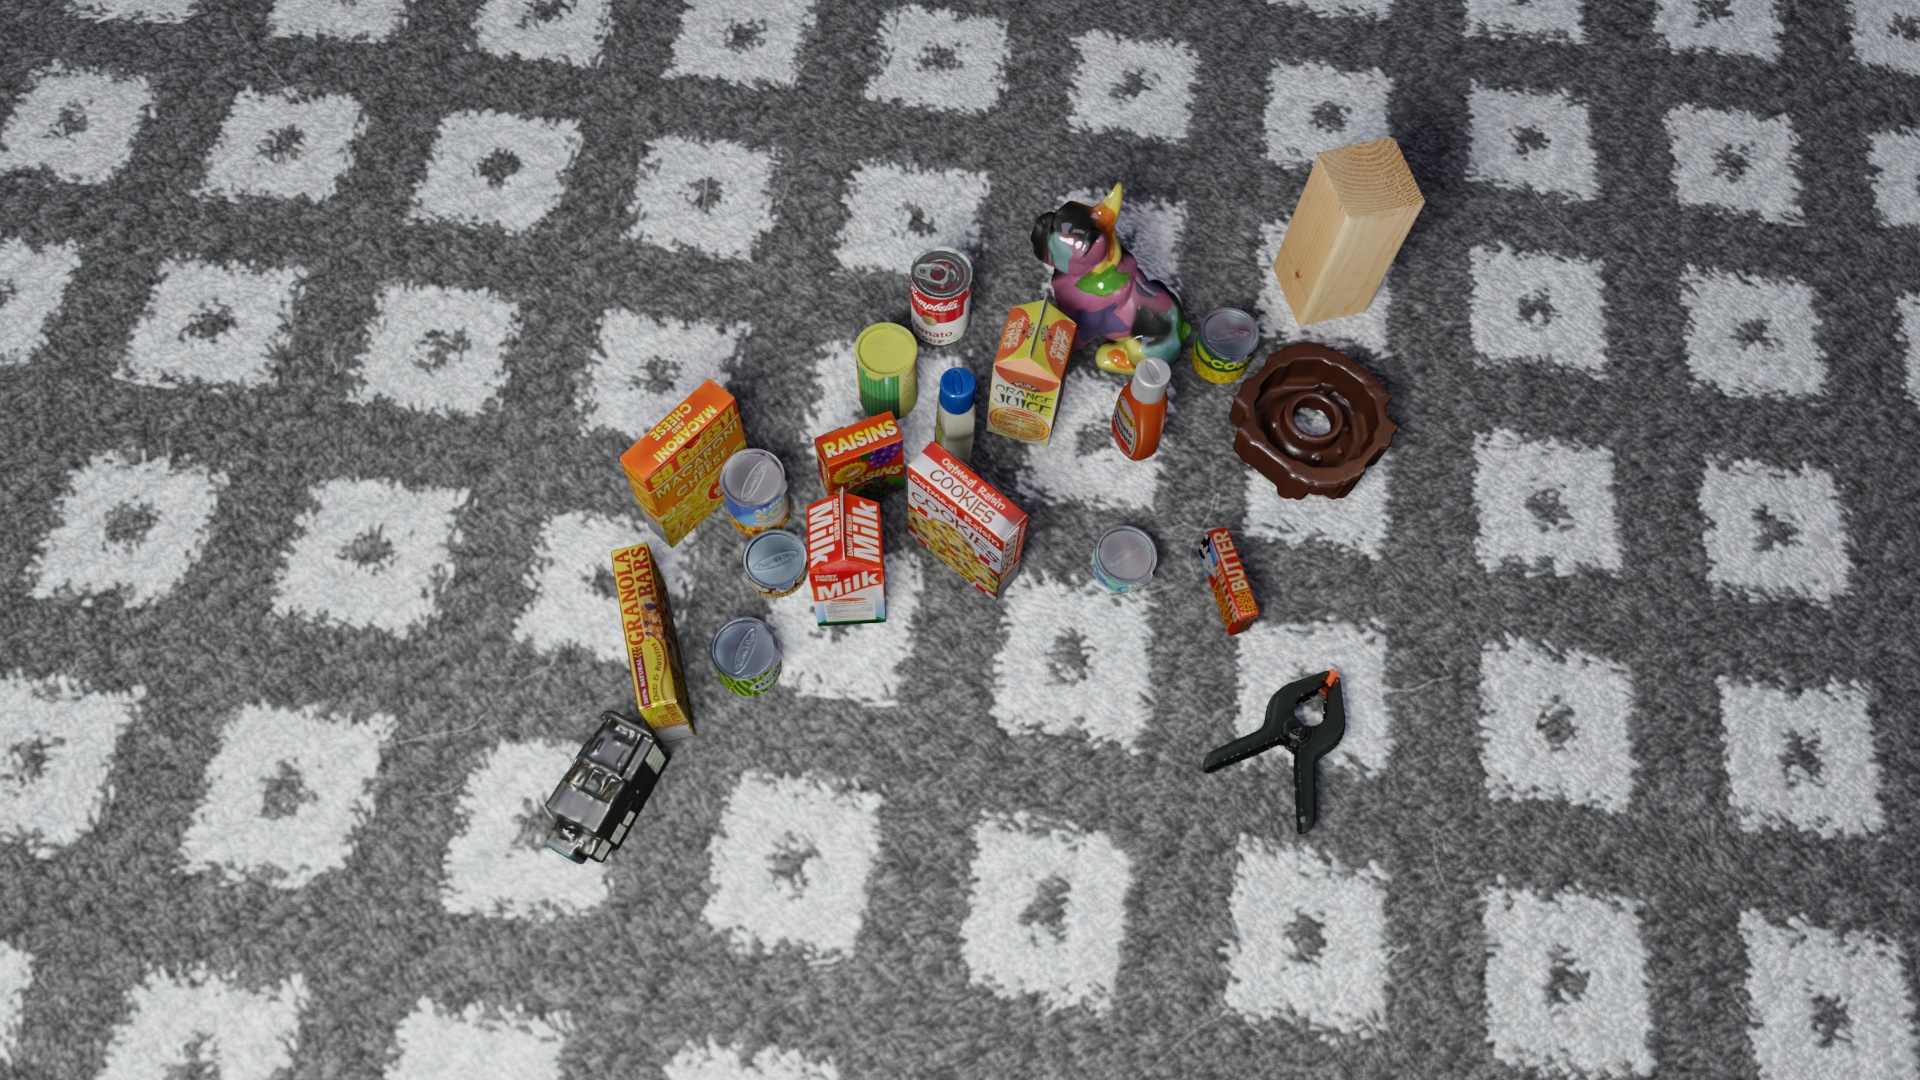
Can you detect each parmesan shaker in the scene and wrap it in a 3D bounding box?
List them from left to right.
[{"bbox_3d":[-0.081,-0.178,1.502,0.071,0.102,0.071,1,67,-2],"label":"parmesan shaker"}]

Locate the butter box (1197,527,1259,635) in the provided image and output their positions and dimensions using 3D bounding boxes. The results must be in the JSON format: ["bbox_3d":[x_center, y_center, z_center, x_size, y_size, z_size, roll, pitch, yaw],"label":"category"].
[{"bbox_3d":[0.279,0.043,1.446,0.024,0.053,0.104,-13,68,-8],"label":"butter box"}]

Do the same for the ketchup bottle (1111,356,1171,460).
[{"bbox_3d":[0.194,-0.143,1.472,0.043,0.148,0.065,-21,69,-10],"label":"ketchup bottle"}]

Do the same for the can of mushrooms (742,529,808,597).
[{"bbox_3d":[-0.192,0.027,1.446,0.071,0.033,0.071,1,67,-2],"label":"can of mushrooms"}]

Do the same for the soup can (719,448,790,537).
[{"bbox_3d":[-0.211,-0.047,1.450,0.071,0.083,0.071,1,67,-2],"label":"soup can"}]

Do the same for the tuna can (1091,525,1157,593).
[{"bbox_3d":[0.174,0.022,1.462,0.071,0.032,0.071,1,67,-2],"label":"tuna can"}]

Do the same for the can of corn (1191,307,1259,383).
[{"bbox_3d":[0.296,-0.215,1.557,0.071,0.058,0.071,1,67,-2],"label":"can of corn"}]

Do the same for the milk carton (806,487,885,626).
[{"bbox_3d":[-0.112,0.018,1.367,0.073,0.189,0.072,-3,67,-3],"label":"milk carton"}]

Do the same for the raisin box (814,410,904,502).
[{"bbox_3d":[-0.103,-0.079,1.447,0.086,0.123,0.040,-21,69,-10],"label":"raisin box"}]

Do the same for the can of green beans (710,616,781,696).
[{"bbox_3d":[-0.214,0.117,1.393,0.071,0.057,0.071,1,67,-2],"label":"can of green beans"}]

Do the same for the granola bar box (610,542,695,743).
[{"bbox_3d":[-0.301,0.102,1.360,0.039,0.123,0.166,-13,68,-7],"label":"granola bar box"}]

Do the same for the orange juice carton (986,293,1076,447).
[{"bbox_3d":[0.074,-0.178,1.459,0.073,0.192,0.072,15,67,5],"label":"orange juice carton"}]

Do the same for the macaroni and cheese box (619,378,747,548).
[{"bbox_3d":[-0.274,-0.076,1.415,0.040,0.165,0.124,40,71,14],"label":"macaroni and cheese box"}]

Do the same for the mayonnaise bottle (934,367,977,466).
[{"bbox_3d":[-0.005,-0.131,1.459,0.041,0.147,0.065,-7,67,-5],"label":"mayonnaise bottle"}]

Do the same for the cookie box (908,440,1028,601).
[{"bbox_3d":[0.005,-0.018,1.400,0.123,0.166,0.040,38,71,13],"label":"cookie box"}]
